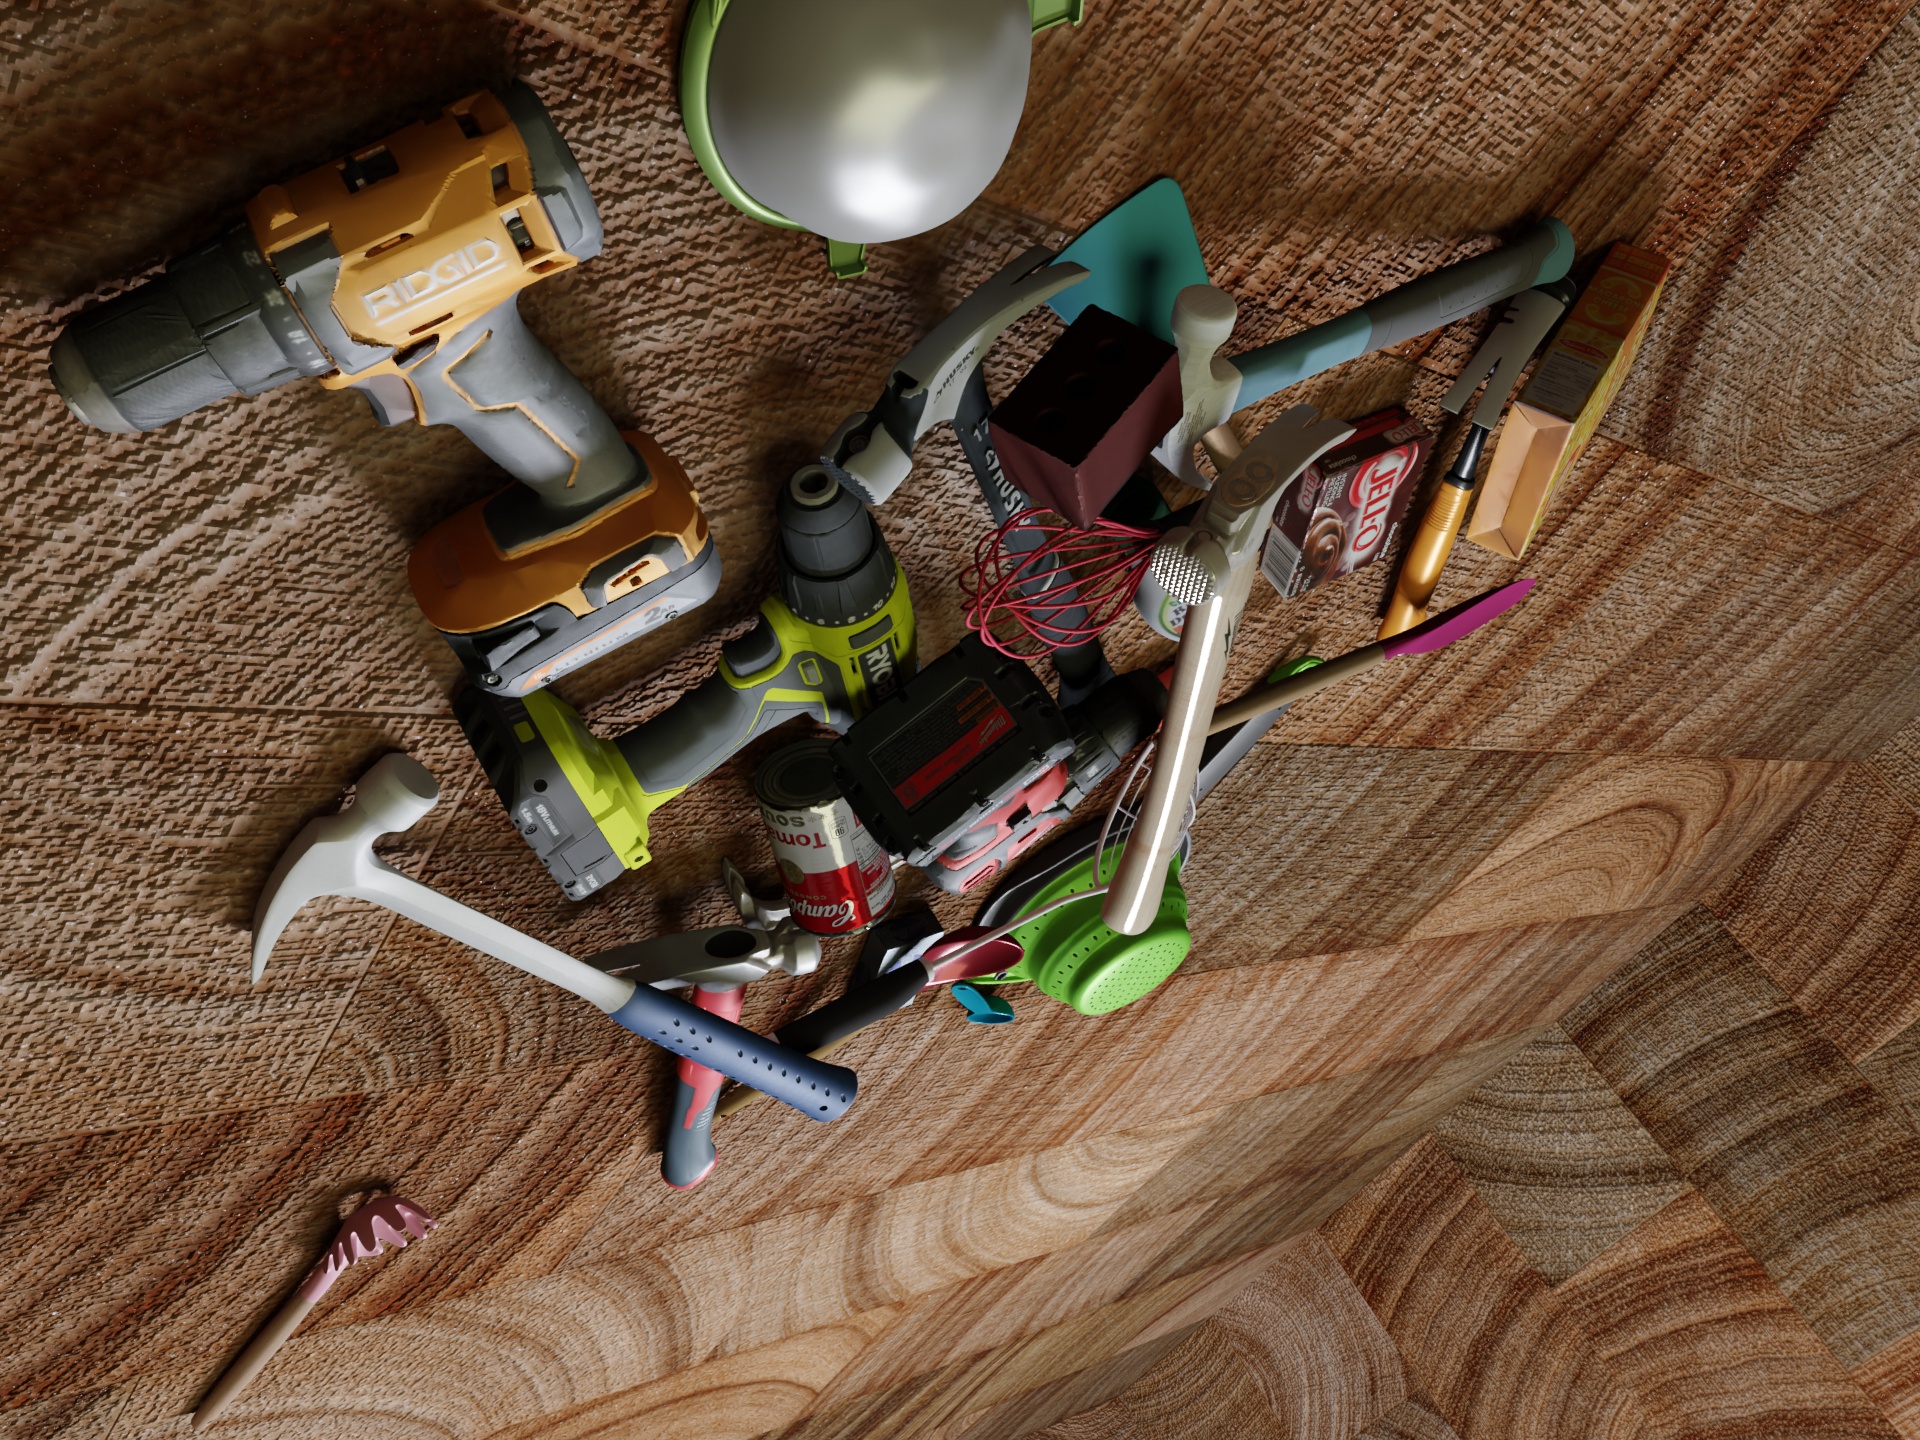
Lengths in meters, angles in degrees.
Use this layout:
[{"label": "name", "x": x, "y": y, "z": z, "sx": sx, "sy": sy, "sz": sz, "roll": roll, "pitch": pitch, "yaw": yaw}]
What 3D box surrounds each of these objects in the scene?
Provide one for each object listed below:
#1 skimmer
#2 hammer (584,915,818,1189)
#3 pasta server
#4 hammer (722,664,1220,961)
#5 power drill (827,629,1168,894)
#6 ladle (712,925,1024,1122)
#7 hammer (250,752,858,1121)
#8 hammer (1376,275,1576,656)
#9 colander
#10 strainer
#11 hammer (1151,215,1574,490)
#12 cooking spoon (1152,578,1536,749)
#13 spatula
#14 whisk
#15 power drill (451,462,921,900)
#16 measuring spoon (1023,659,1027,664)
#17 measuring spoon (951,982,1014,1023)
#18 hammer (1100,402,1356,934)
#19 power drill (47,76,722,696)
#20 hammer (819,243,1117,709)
[{"label": "skimmer", "x": 0.015, "y": 0.118, "z": 1.098, "sx": 0.363, "sy": 0.090, "sz": 0.127, "roll": -26, "pitch": 173, "yaw": -18}, {"label": "hammer", "x": -0.200, "y": 0.253, "z": 1.129, "sx": 0.143, "sy": 0.038, "sz": 0.386, "roll": -8, "pitch": 147, "yaw": -21}, {"label": "pasta server", "x": -0.476, "y": 0.432, "z": 1.142, "sx": 0.316, "sy": 0.040, "sz": 0.060, "roll": -47, "pitch": 158, "yaw": 23}, {"label": "hammer", "x": 0.014, "y": 0.050, "z": 1.073, "sx": 0.359, "sy": 0.037, "sz": 0.149, "roll": -30, "pitch": 150, "yaw": -7}, {"label": "power drill", "x": 0.033, "y": 0.019, "z": 0.913, "sx": 0.188, "sy": 0.080, "sz": 0.226, "roll": -38, "pitch": 163, "yaw": 3}, {"label": "ladle", "x": -0.082, "y": 0.233, "z": 1.207, "sx": 0.315, "sy": 0.031, "sz": 0.069, "roll": -35, "pitch": 136, "yaw": 23}, {"label": "hammer", "x": -0.207, "y": 0.157, "z": 0.909, "sx": 0.144, "sy": 0.035, "sz": 0.405, "roll": -40, "pitch": 133, "yaw": 13}, {"label": "hammer", "x": 0.328, "y": -0.141, "z": 1.074, "sx": 0.127, "sy": 0.034, "sz": 0.336, "roll": -52, "pitch": 161, "yaw": -25}, {"label": "colander", "x": 0.166, "y": 0.115, "z": 1.252, "sx": 0.204, "sy": 0.095, "sz": 0.397, "roll": 8, "pitch": 130, "yaw": -49}, {"label": "strainer", "x": -0.053, "y": -0.244, "z": 0.553, "sx": 0.151, "sy": 0.069, "sz": 0.256, "roll": -45, "pitch": 150, "yaw": 18}, {"label": "hammer", "x": 0.223, "y": -0.214, "z": 0.856, "sx": 0.331, "sy": 0.033, "sz": 0.128, "roll": -27, "pitch": 151, "yaw": -29}, {"label": "cooking spoon", "x": 0.276, "y": -0.040, "z": 1.128, "sx": 0.319, "sy": 0.017, "sz": 0.068, "roll": -22, "pitch": 159, "yaw": -16}, {"label": "spatula", "x": 0.132, "y": -0.176, "z": 0.880, "sx": 0.082, "sy": 0.044, "sz": 0.317, "roll": -37, "pitch": 155, "yaw": 8}, {"label": "whisk", "x": 0.091, "y": -0.090, "z": 0.836, "sx": 0.296, "sy": 0.073, "sz": 0.073, "roll": -24, "pitch": 153, "yaw": -51}, {"label": "power drill", "x": -0.127, "y": -0.021, "z": 0.796, "sx": 0.228, "sy": 0.080, "sz": 0.190, "roll": -31, "pitch": 151, "yaw": -12}, {"label": "measuring spoon", "x": -0.002, "y": -0.003, "z": 1.010, "sx": 0.117, "sy": 0.011, "sz": 0.021, "roll": -43, "pitch": 150, "yaw": 22}, {"label": "measuring spoon", "x": 0.015, "y": 0.231, "z": 1.340, "sx": 0.042, "sy": 0.021, "sz": 0.128, "roll": -6, "pitch": 154, "yaw": 14}, {"label": "hammer", "x": 0.137, "y": 0.000, "z": 0.936, "sx": 0.146, "sy": 0.038, "sz": 0.410, "roll": -45, "pitch": 157, "yaw": -31}, {"label": "power drill", "x": -0.201, "y": -0.106, "z": 0.602, "sx": 0.185, "sy": 0.084, "sz": 0.226, "roll": -28, "pitch": 145, "yaw": -9}, {"label": "hammer", "x": 0.041, "y": -0.094, "z": 0.866, "sx": 0.149, "sy": 0.036, "sz": 0.408, "roll": -50, "pitch": 156, "yaw": -7}]
